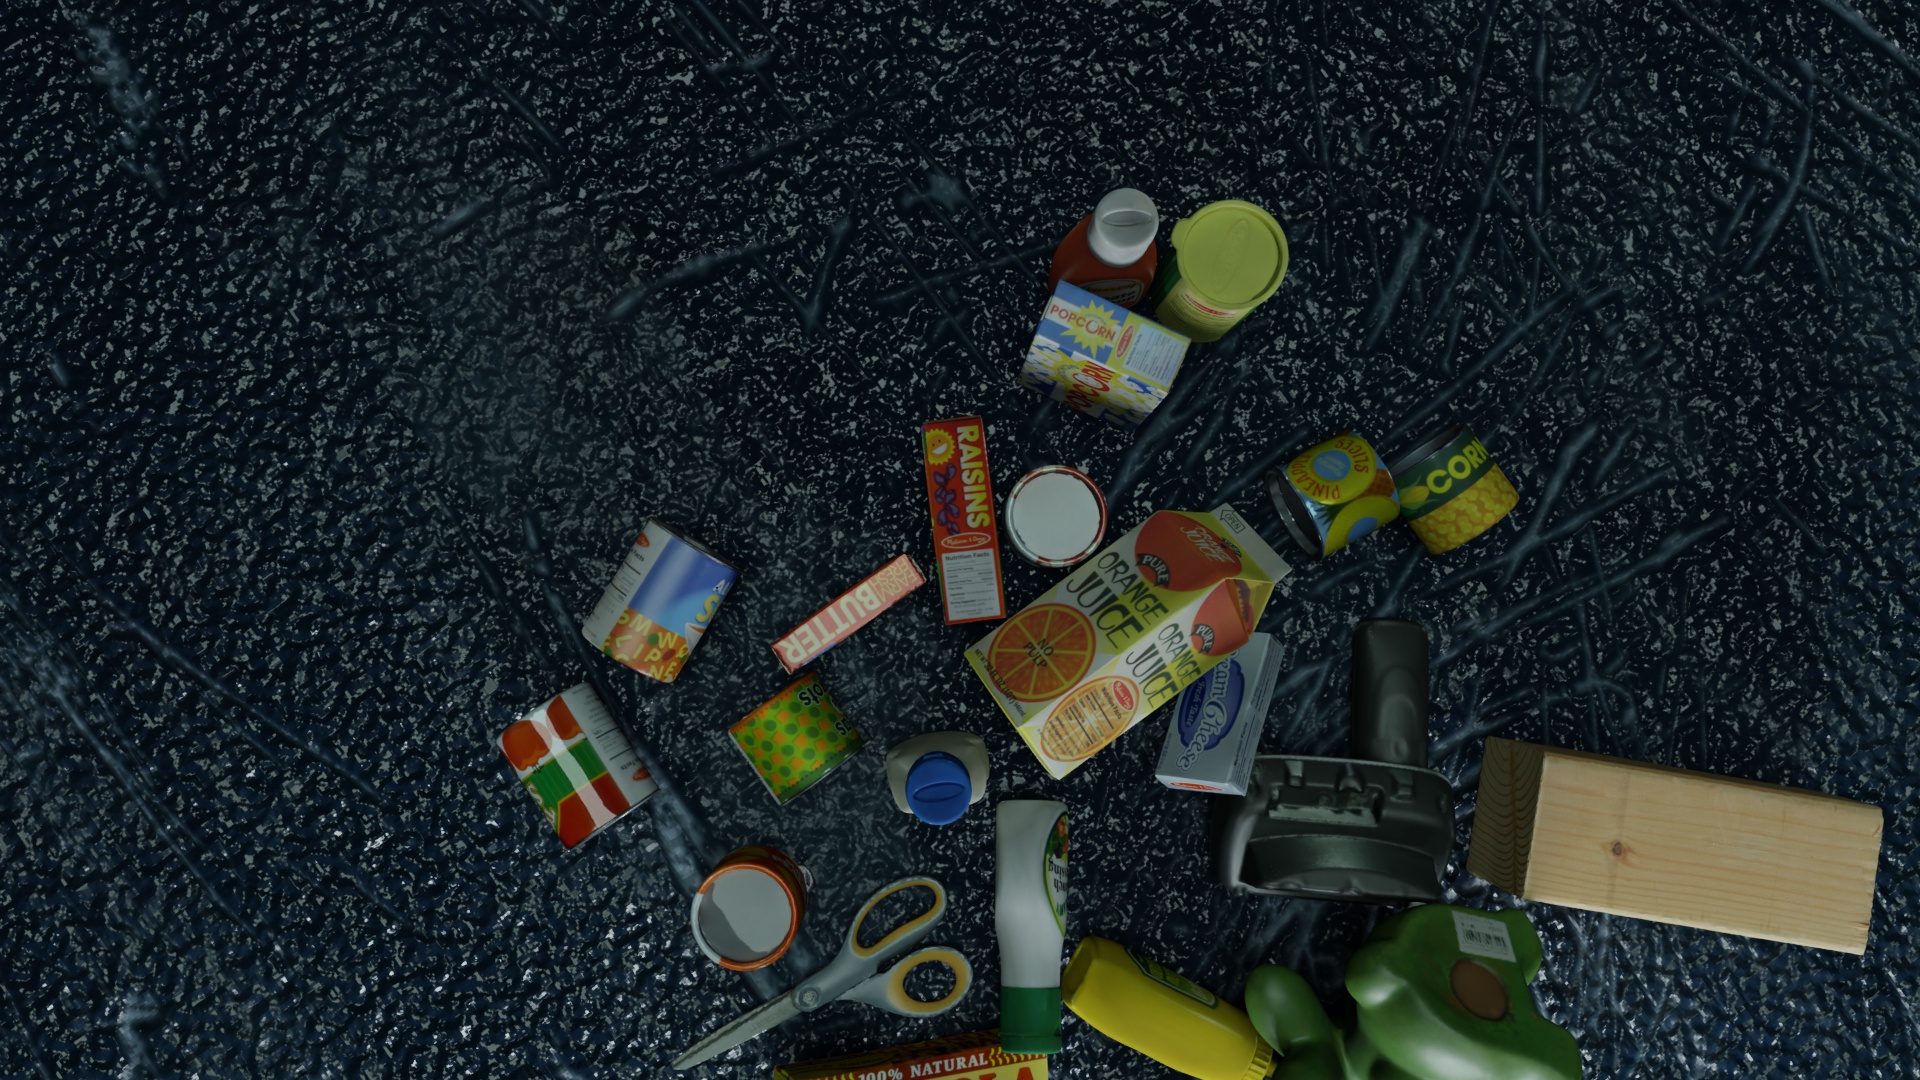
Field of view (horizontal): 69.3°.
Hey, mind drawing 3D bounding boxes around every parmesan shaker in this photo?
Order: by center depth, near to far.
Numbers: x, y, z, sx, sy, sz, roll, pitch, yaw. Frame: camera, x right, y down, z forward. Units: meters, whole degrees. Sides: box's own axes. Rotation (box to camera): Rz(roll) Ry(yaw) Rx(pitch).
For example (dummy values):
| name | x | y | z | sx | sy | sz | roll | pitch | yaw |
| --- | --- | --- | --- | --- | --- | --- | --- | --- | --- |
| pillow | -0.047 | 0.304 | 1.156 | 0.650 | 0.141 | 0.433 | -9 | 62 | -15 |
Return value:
| name | x | y | z | sx | sy | sz | roll | pitch | yaw |
| --- | --- | --- | --- | --- | --- | --- | --- | --- | --- |
| parmesan shaker | 0.156 | -0.167 | 0.867 | 0.071 | 0.103 | 0.071 | 0 | 87 | -2 |

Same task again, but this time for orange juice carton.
| name | x | y | z | sx | sy | sz | roll | pitch | yaw |
| --- | --- | --- | --- | --- | --- | --- | --- | --- | --- |
| orange juice carton | 0.107 | 0.053 | 0.855 | 0.193 | 0.072 | 0.072 | -36 | 47 | -3 |

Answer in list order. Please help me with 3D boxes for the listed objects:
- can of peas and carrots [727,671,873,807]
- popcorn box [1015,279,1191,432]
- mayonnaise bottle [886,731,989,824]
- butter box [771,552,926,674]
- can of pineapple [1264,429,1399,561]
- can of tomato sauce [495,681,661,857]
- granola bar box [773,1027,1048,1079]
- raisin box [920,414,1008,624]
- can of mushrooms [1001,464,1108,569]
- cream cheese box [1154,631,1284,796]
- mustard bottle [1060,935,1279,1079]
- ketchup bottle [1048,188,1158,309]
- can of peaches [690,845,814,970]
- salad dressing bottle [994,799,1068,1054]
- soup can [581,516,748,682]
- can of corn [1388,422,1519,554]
| name | x | y | z | sx | sy | sz | roll | pitch | yaw |
| --- | --- | --- | --- | --- | --- | --- | --- | --- | --- |
| can of peas and carrots | -0.100 | 0.121 | 0.862 | 0.071 | 0.071 | 0.059 | -36 | 88 | -3 |
| popcorn box | 0.084 | -0.109 | 0.851 | 0.085 | 0.126 | 0.038 | 25 | 83 | 0 |
| mayonnaise bottle | -0.013 | 0.140 | 0.822 | 0.065 | 0.148 | 0.041 | -9 | 87 | -1 |
| butter box | -0.070 | 0.045 | 0.874 | 0.103 | 0.053 | 0.024 | -35 | 90 | -3 |
| can of pineapple | 0.235 | -0.030 | 0.878 | 0.058 | 0.071 | 0.071 | -28 | 88 | -3 |
| can of tomato sauce | -0.238 | 0.140 | 0.858 | 0.071 | 0.071 | 0.083 | -34 | 87 | -3 |
| granola bar box | -0.027 | 0.368 | 0.831 | 0.166 | 0.039 | 0.124 | 0 | 83 | -25 |
| raisin box | 0.003 | -0.011 | 0.863 | 0.040 | 0.086 | 0.123 | -6 | 87 | 3 |
| can of mushrooms | 0.062 | -0.016 | 0.891 | 0.071 | 0.033 | 0.071 | 0 | 86 | -1 |
| cream cheese box | 0.161 | 0.105 | 0.861 | 0.053 | 0.024 | 0.104 | 0 | 59 | 40 |
| mustard bottle | 0.141 | 0.301 | 0.861 | 0.160 | 0.065 | 0.049 | 28 | 91 | -6 |
| ketchup bottle | 0.090 | -0.174 | 0.844 | 0.065 | 0.148 | 0.043 | -4 | 86 | -1 |
| can of peaches | -0.128 | 0.225 | 0.860 | 0.071 | 0.058 | 0.071 | 0 | 87 | -1 |
| salad dressing bottle | 0.043 | 0.235 | 0.851 | 0.044 | 0.064 | 0.148 | -4 | 73 | 16 |
| soup can | -0.184 | 0.039 | 0.867 | 0.071 | 0.071 | 0.084 | 31 | 87 | 1 |
| can of corn | 0.310 | -0.033 | 0.879 | 0.071 | 0.071 | 0.058 | -36 | 89 | -3 |
